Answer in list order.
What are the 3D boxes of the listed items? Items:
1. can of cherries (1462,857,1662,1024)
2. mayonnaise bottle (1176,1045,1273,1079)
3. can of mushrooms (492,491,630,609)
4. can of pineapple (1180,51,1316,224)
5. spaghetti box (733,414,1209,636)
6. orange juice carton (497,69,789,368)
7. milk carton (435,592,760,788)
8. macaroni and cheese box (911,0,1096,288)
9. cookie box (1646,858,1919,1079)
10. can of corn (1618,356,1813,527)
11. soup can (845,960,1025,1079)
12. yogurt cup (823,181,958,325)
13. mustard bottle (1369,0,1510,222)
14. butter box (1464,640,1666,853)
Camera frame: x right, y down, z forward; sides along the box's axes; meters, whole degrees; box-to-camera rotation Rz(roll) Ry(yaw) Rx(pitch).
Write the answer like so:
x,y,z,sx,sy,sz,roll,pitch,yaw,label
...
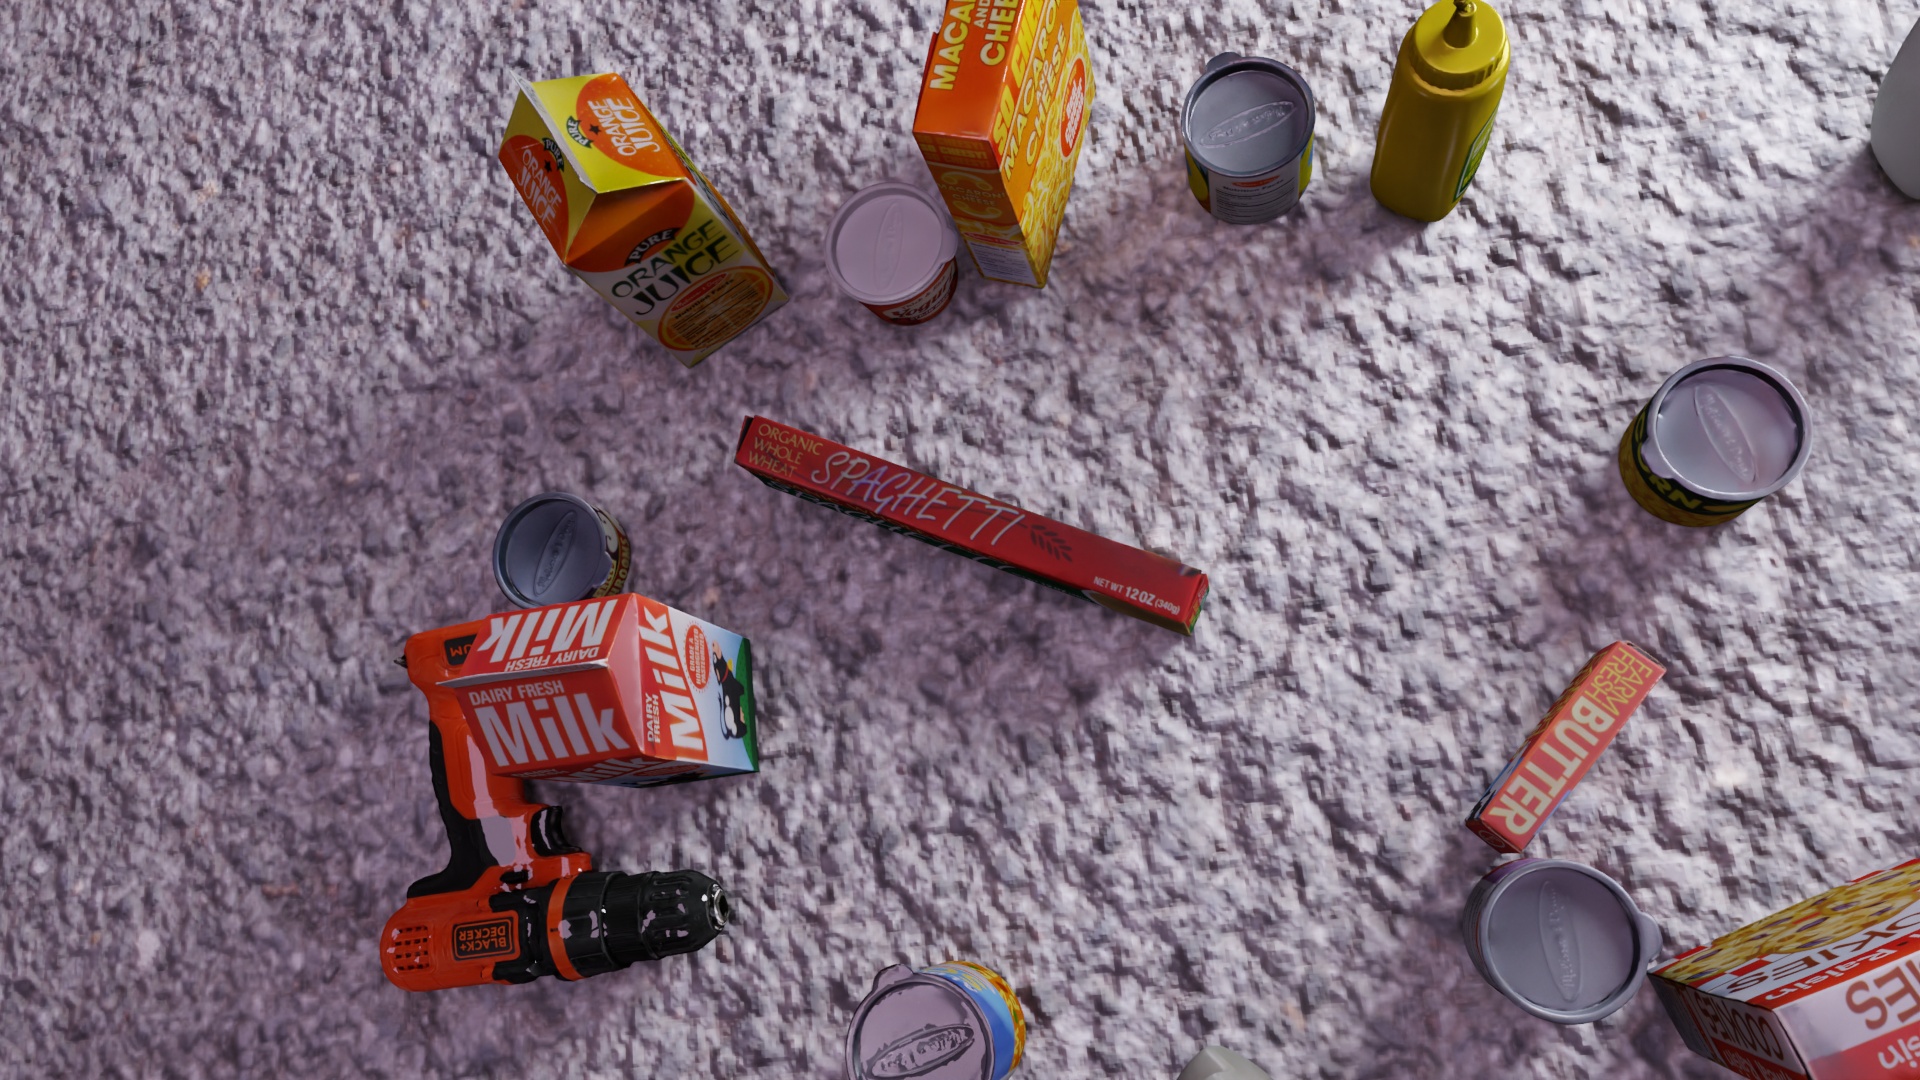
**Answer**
x,y,z,sx,sy,sz,roll,pitch,yaw,label
0.258,0.172,0.601,0.071,0.058,0.071,-3,77,12,can of cherries
0.115,0.246,0.568,0.065,0.148,0.041,40,89,17,mayonnaise bottle
-0.214,0.010,0.754,0.071,0.033,0.071,-3,77,12,can of mushrooms
0.148,-0.205,0.713,0.071,0.058,0.071,-3,77,12,can of pineapple
0.003,-0.009,0.703,0.250,0.050,0.029,20,83,16,spaghetti box
-0.162,-0.163,0.699,0.073,0.192,0.072,-34,73,3,orange juice carton
-0.160,0.072,0.646,0.072,0.190,0.073,-9,76,10,milk carton
0.025,-0.214,0.684,0.040,0.166,0.124,12,80,15,macaroni and cheese box
0.348,0.164,0.527,0.123,0.167,0.040,-26,74,6,cookie box
0.339,-0.042,0.633,0.071,0.058,0.071,-3,77,12,can of corn
-0.010,0.226,0.634,0.071,0.083,0.071,-3,77,12,soup can
-0.033,-0.149,0.741,0.072,0.054,0.072,-3,77,12,yogurt cup
0.224,-0.205,0.642,0.049,0.160,0.065,25,84,16,mustard bottle
0.268,0.093,0.620,0.024,0.053,0.103,39,88,17,butter box
